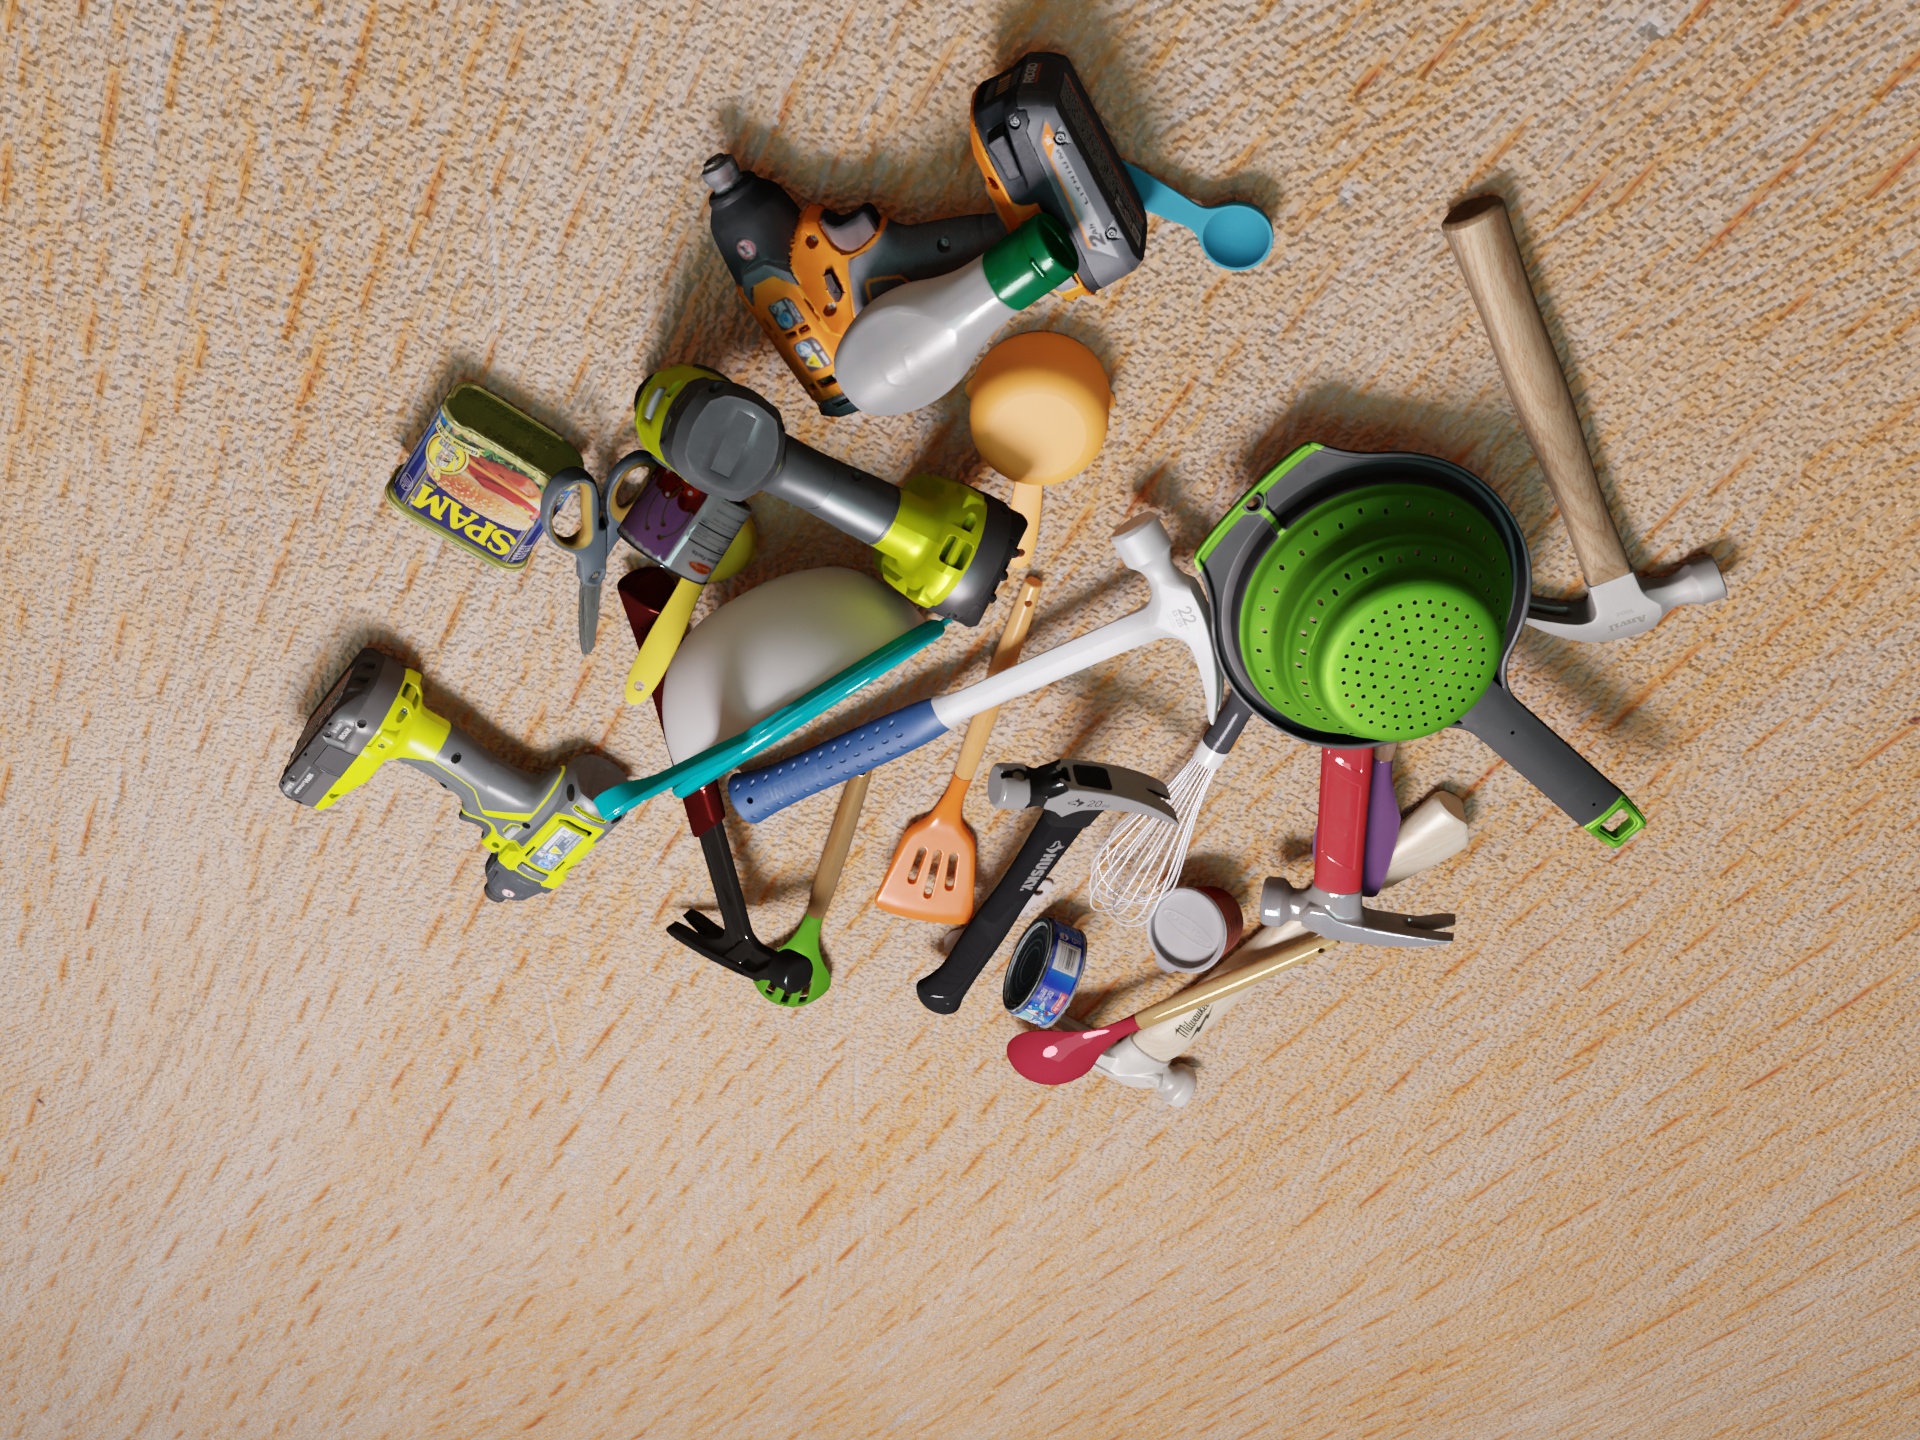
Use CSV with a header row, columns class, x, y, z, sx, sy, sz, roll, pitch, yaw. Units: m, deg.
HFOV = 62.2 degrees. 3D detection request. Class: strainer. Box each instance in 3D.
class,x,y,z,sx,sy,sz,roll,pitch,yaw
strainer,-0.145,-0.026,0.998,0.211,0.340,0.095,-31,91,26

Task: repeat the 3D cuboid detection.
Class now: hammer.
class,x,y,z,sx,sy,sz,roll,pitch,yaw
hammer,0.246,0.183,1.299,0.146,0.038,0.410,30,127,-18
hammer,-0.203,0.047,1.198,0.149,0.037,0.358,19,132,36
hammer,0.365,-0.174,0.982,0.130,0.031,0.331,-22,125,21
hammer,0.285,0.001,1.101,0.143,0.038,0.386,6,126,17
hammer,-0.002,-0.004,1.127,0.405,0.035,0.144,-23,107,30
hammer,0.042,0.137,1.217,0.146,0.035,0.334,3,142,-22

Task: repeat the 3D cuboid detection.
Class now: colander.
class,x,y,z,sx,sy,sz,roll,pitch,yaw
colander,0.325,-0.011,1.012,0.396,0.095,0.204,36,110,-22

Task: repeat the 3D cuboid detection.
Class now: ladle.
class,x,y,z,sx,sy,sz,roll,pitch,yaw
ladle,0.171,0.239,1.315,0.315,0.031,0.069,-29,120,24

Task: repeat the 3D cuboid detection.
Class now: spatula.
class,x,y,z,sx,sy,sz,roll,pitch,yaw
spatula,0.009,0.029,1.181,0.081,0.041,0.322,12,130,-9
spatula,0.304,0.004,1.132,0.060,0.018,0.315,14,127,12

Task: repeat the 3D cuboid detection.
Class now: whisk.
class,x,y,z,sx,sy,sz,roll,pitch,yaw
whisk,0.171,0.047,1.175,0.070,0.070,0.284,20,125,-12

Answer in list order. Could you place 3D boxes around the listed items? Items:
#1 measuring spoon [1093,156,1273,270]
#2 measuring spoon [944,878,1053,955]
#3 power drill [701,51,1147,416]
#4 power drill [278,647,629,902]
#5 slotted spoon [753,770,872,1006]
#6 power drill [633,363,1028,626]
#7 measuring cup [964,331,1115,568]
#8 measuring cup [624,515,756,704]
class,x,y,z,sx,sy,sz,roll,pitch,yaw
measuring spoon,0.121,-0.300,0.907,0.128,0.021,0.042,26,140,-5
measuring spoon,0.032,0.168,1.314,0.034,0.018,0.124,35,124,-23
power drill,-0.028,-0.279,0.891,0.226,0.084,0.164,-18,127,26
power drill,-0.389,0.055,1.217,0.223,0.080,0.171,32,126,-25
slotted spoon,-0.114,0.139,1.298,0.070,0.031,0.313,15,129,-8
power drill,-0.090,-0.147,0.967,0.228,0.191,0.080,23,97,-27
measuring cup,0.045,-0.156,1.009,0.095,0.052,0.173,6,129,0
measuring cup,-0.189,-0.077,1.066,0.062,0.029,0.156,27,98,-5
